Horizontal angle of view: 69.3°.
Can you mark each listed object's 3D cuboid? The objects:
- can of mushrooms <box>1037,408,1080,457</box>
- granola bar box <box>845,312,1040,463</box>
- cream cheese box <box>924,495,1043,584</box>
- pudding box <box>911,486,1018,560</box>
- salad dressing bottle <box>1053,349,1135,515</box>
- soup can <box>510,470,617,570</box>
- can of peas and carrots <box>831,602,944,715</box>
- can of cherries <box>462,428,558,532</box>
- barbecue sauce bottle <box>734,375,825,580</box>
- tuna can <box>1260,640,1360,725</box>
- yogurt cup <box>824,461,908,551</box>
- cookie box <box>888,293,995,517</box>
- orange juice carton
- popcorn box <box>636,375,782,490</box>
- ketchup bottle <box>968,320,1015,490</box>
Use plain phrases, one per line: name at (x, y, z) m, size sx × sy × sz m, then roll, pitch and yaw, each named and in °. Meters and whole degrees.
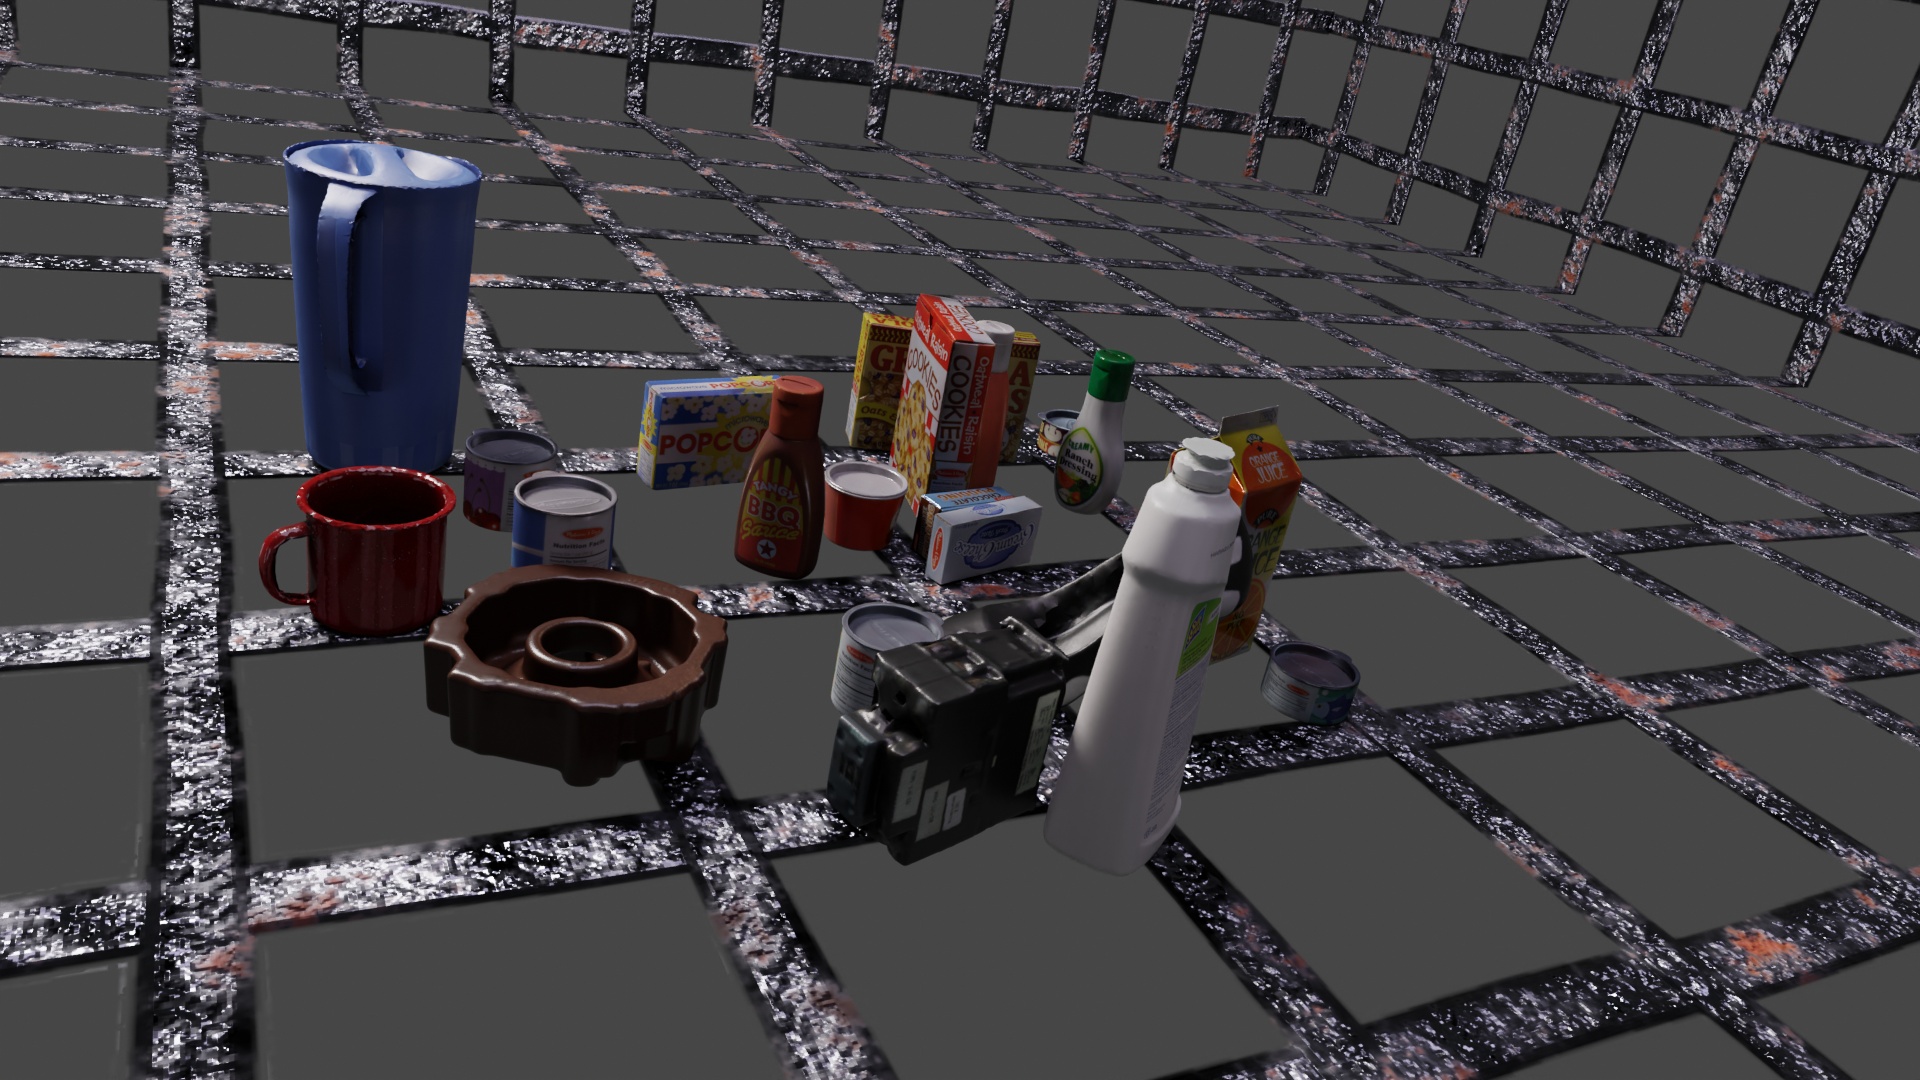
can of mushrooms at (0.110, -0.106, 1.400) m, size 0.071 × 0.033 × 0.071 m, roll 9°, pitch 24°, yaw -4°
granola bar box at (-0.017, -0.143, 1.315) m, size 0.166 × 0.123 × 0.039 m, roll 5°, pitch 25°, yaw -14°
cream cheese box at (0.018, -0.001, 1.109) m, size 0.104 × 0.053 × 0.024 m, roll -13°, pitch 34°, yaw -42°
pudding box at (0.004, -0.014, 1.136) m, size 0.084 × 0.049 × 0.030 m, roll -9°, pitch 31°, yaw -37°
salad dressing bottle at (0.123, -0.097, 1.249) m, size 0.044 × 0.147 × 0.064 m, roll -14°, pitch 34°, yaw -43°
soup can at (-0.269, 0.004, 0.936) m, size 0.071 × 0.083 × 0.071 m, roll 9°, pitch 24°, yaw -4°
can of peas and carrots at (-0.046, 0.080, 0.899) m, size 0.071 × 0.058 × 0.071 m, roll 9°, pitch 24°, yaw -4°
can of cherries at (-0.340, -0.046, 1.045) m, size 0.071 × 0.058 × 0.072 m, roll 9°, pitch 24°, yaw -4°
barbecue sauce bottle at (-0.129, -0.047, 1.030) m, size 0.065 × 0.147 × 0.044 m, roll 17°, pitch 25°, yaw 13°
tuna can at (0.256, 0.103, 1.012) m, size 0.071 × 0.032 × 0.071 m, roll 9°, pitch 24°, yaw -4°
yogurt cup at (-0.080, -0.027, 1.121) m, size 0.072 × 0.053 × 0.073 m, roll 9°, pitch 24°, yaw -4°
cookie box at (-0.019, -0.113, 1.198) m, size 0.040 × 0.166 × 0.123 m, roll 3°, pitch 26°, yaw -19°
orange juice carton at (0.191, -0.007, 1.029) m, size 0.072 × 0.191 × 0.073 m, roll -12°, pitch 33°, yaw -42°
popcorn box at (-0.205, -0.092, 1.170) m, size 0.127 × 0.084 × 0.038 m, roll -7°, pitch 30°, yaw -36°
ketchup bottle at (0.017, -0.123, 1.258) m, size 0.043 × 0.148 × 0.065 m, roll -4°, pitch 29°, yaw -32°
